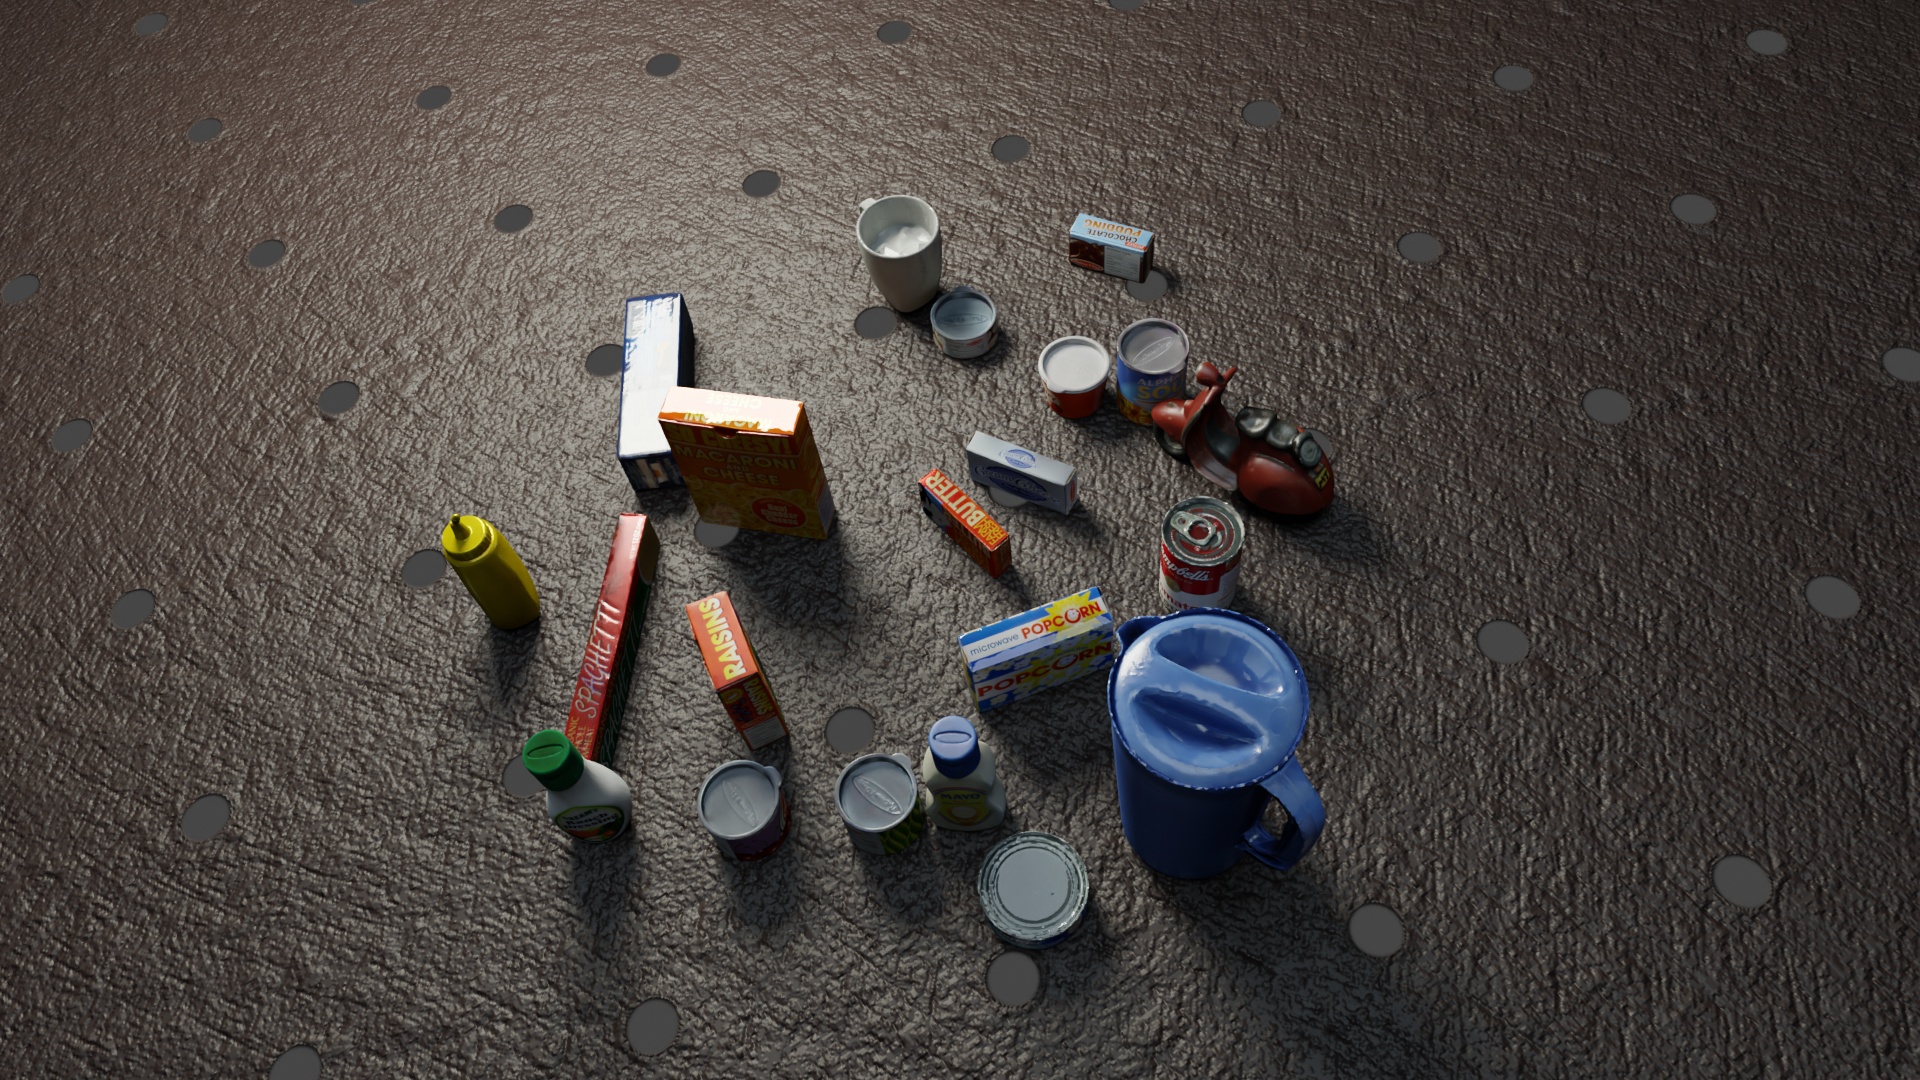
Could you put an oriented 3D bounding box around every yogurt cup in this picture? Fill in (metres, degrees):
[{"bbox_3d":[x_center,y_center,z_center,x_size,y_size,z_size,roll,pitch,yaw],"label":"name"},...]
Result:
[{"bbox_3d":[0.109,-0.154,1.330,0.072,0.053,0.073,-3,58,4],"label":"yogurt cup"}]

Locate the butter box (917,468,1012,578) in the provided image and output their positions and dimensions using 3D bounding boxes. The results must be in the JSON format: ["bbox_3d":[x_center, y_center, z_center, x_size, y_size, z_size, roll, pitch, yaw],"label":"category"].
[{"bbox_3d":[0.004,-0.016,1.255,0.024,0.053,0.104,-38,62,-17],"label":"butter box"}]

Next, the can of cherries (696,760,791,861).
[{"bbox_3d":[-0.172,0.218,1.124,0.071,0.058,0.072,-3,58,4],"label":"can of cherries"}]

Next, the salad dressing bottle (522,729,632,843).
[{"bbox_3d":[-0.305,0.195,1.100,0.064,0.147,0.044,-12,58,-1],"label":"salad dressing bottle"}]

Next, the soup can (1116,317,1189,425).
[{"bbox_3d":[0.182,-0.156,1.307,0.071,0.083,0.071,-3,58,4],"label":"soup can"}]

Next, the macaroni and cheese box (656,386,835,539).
[{"bbox_3d":[-0.187,-0.066,1.239,0.124,0.165,0.040,8,60,10],"label":"macaroni and cheese box"}]

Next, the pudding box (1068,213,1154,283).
[{"bbox_3d":[0.154,-0.298,1.418,0.084,0.049,0.030,19,62,16],"label":"pudding box"}]

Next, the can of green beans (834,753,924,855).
[{"bbox_3d":[-0.064,0.213,1.118,0.071,0.057,0.071,-3,58,4],"label":"can of green beans"}]

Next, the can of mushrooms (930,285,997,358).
[{"bbox_3d":[0.005,-0.219,1.393,0.071,0.033,0.071,-2,58,4],"label":"can of mushrooms"}]

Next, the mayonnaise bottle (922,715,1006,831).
[{"bbox_3d":[0.000,0.182,1.077,0.065,0.147,0.041,-1,59,5],"label":"mayonnaise bottle"}]

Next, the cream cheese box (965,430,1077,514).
[{"bbox_3d":[0.056,-0.062,1.279,0.104,0.053,0.024,22,63,18],"label":"cream cheese box"}]

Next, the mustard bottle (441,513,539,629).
[{"bbox_3d":[-0.415,0.019,1.212,0.049,0.159,0.065,-25,59,-9],"label":"mustard bottle"}]

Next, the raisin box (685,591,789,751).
[{"bbox_3d":[-0.185,0.110,1.155,0.040,0.122,0.086,-22,59,-8],"label":"raisin box"}]

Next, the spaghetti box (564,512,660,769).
[{"bbox_3d":[-0.306,0.094,1.220,0.029,0.050,0.251,1,58,7],"label":"spaghetti box"}]

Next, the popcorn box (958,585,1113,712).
[{"bbox_3d":[0.064,0.092,1.164,0.127,0.084,0.038,-19,59,-6],"label":"popcorn box"}]
